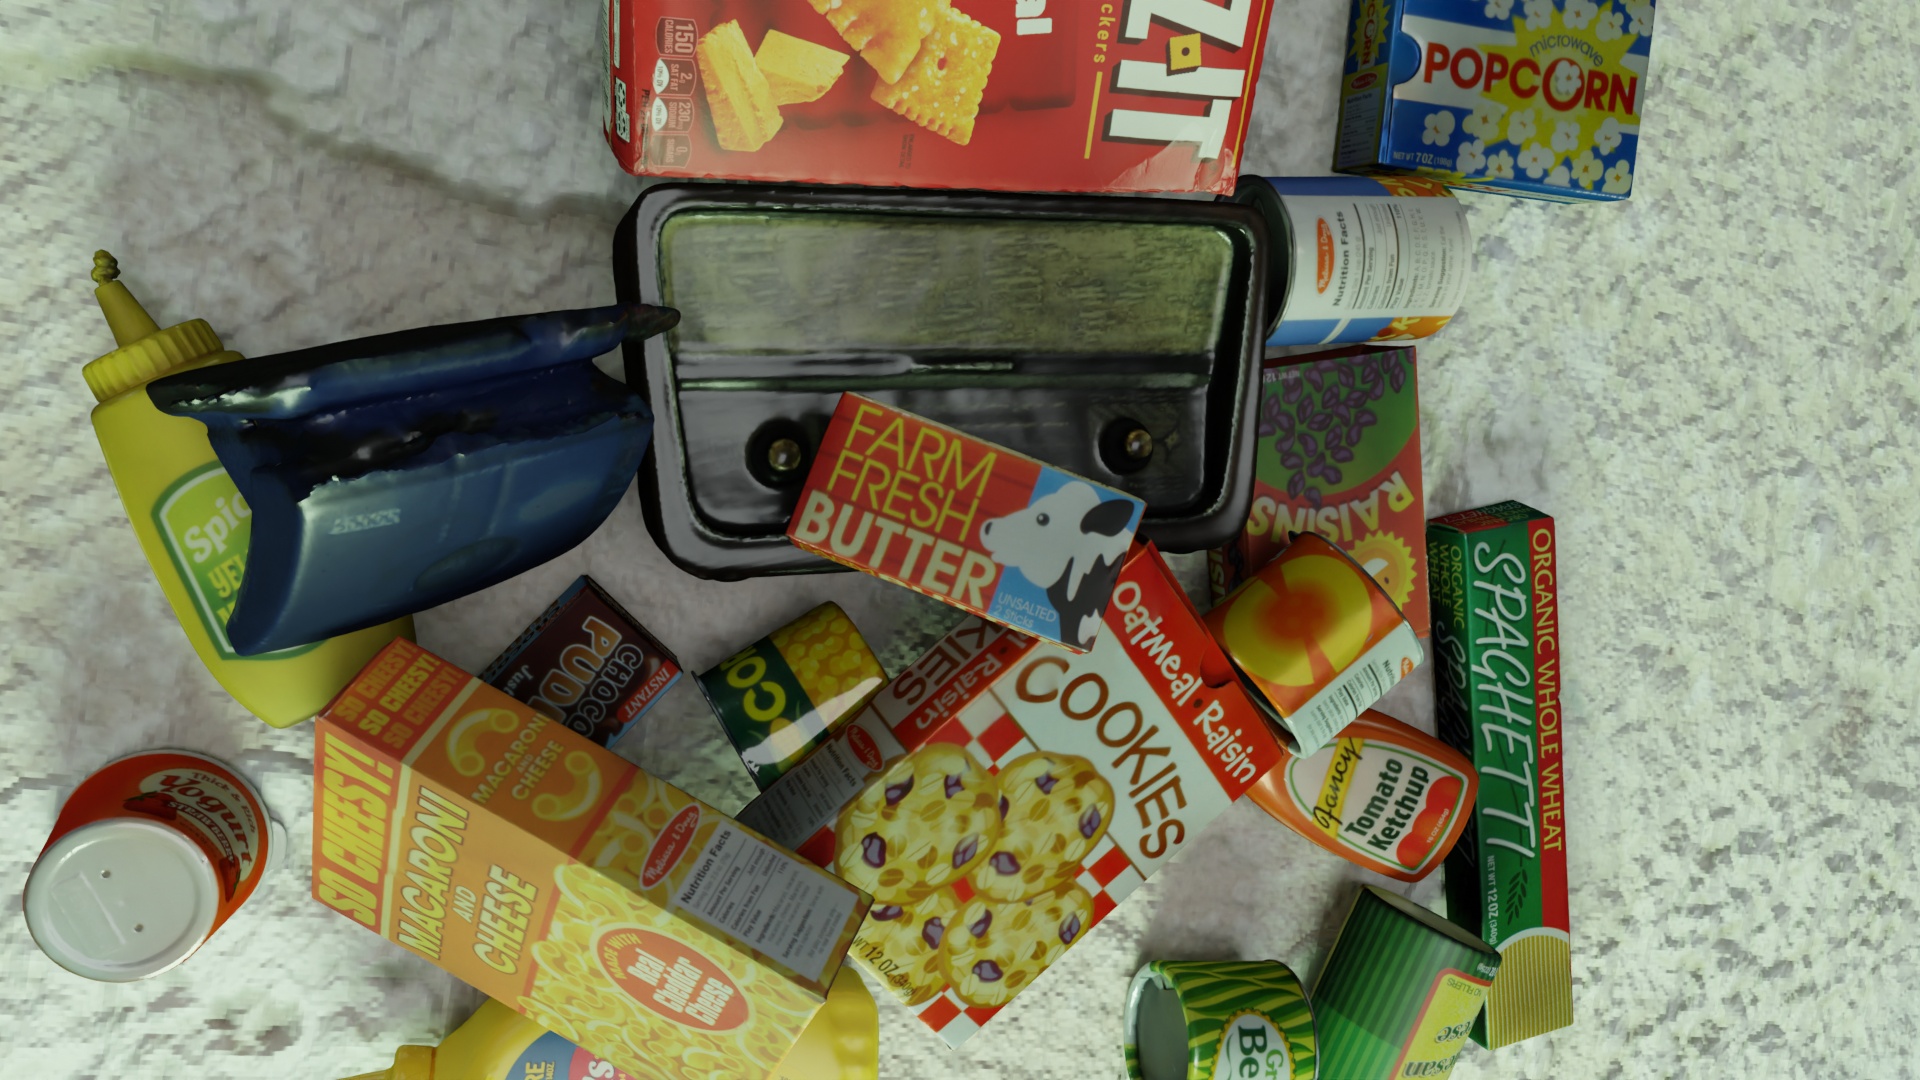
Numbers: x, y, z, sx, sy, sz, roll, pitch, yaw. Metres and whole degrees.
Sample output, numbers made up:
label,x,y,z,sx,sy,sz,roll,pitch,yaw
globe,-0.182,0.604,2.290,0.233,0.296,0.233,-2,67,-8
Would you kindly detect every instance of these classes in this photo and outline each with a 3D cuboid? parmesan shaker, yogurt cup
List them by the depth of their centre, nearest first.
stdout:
label,x,y,z,sx,sy,sz,roll,pitch,yaw
yogurt cup,-0.268,0.108,0.456,0.072,0.054,0.072,-2,99,-16
parmesan shaker,0.183,0.211,0.605,0.071,0.071,0.103,24,90,-19

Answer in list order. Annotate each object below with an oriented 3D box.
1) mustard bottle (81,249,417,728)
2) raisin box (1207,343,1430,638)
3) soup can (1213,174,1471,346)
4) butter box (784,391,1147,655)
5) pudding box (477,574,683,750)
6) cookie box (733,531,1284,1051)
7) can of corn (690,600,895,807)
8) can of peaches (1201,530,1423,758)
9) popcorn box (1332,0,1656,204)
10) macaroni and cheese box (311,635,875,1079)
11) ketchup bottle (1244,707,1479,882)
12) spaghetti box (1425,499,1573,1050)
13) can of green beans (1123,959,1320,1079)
label,x,y,z,sx,sy,sz,roll,pitch,yaw
mustard bottle,-0.239,-0.019,0.450,0.065,0.049,0.160,-29,106,-15
raisin box,0.147,-0.015,0.578,0.086,0.040,0.123,-9,101,-17
soup can,0.145,-0.111,0.550,0.084,0.071,0.071,-5,100,-21
butter box,0.002,-0.006,0.443,0.103,0.024,0.053,20,84,2
pudding box,-0.147,0.060,0.500,0.084,0.030,0.049,-46,109,-7
cookie box,0.024,0.088,0.496,0.167,0.040,0.122,-40,124,-5
can of corn,-0.057,0.062,0.509,0.058,0.071,0.071,-30,106,-12
can of peaches,0.128,0.038,0.525,0.058,0.071,0.071,-40,107,-4
popcorn box,0.222,-0.190,0.577,0.127,0.038,0.085,2,98,-18
macaroni and cheese box,-0.124,0.115,0.448,0.166,0.123,0.040,29,45,0
ketchup bottle,0.146,0.093,0.591,0.149,0.043,0.064,25,96,-19
spaghetti box,0.246,0.108,0.632,0.050,0.029,0.249,-10,101,-17
can of green beans,0.108,0.210,0.583,0.058,0.071,0.071,6,96,-18
